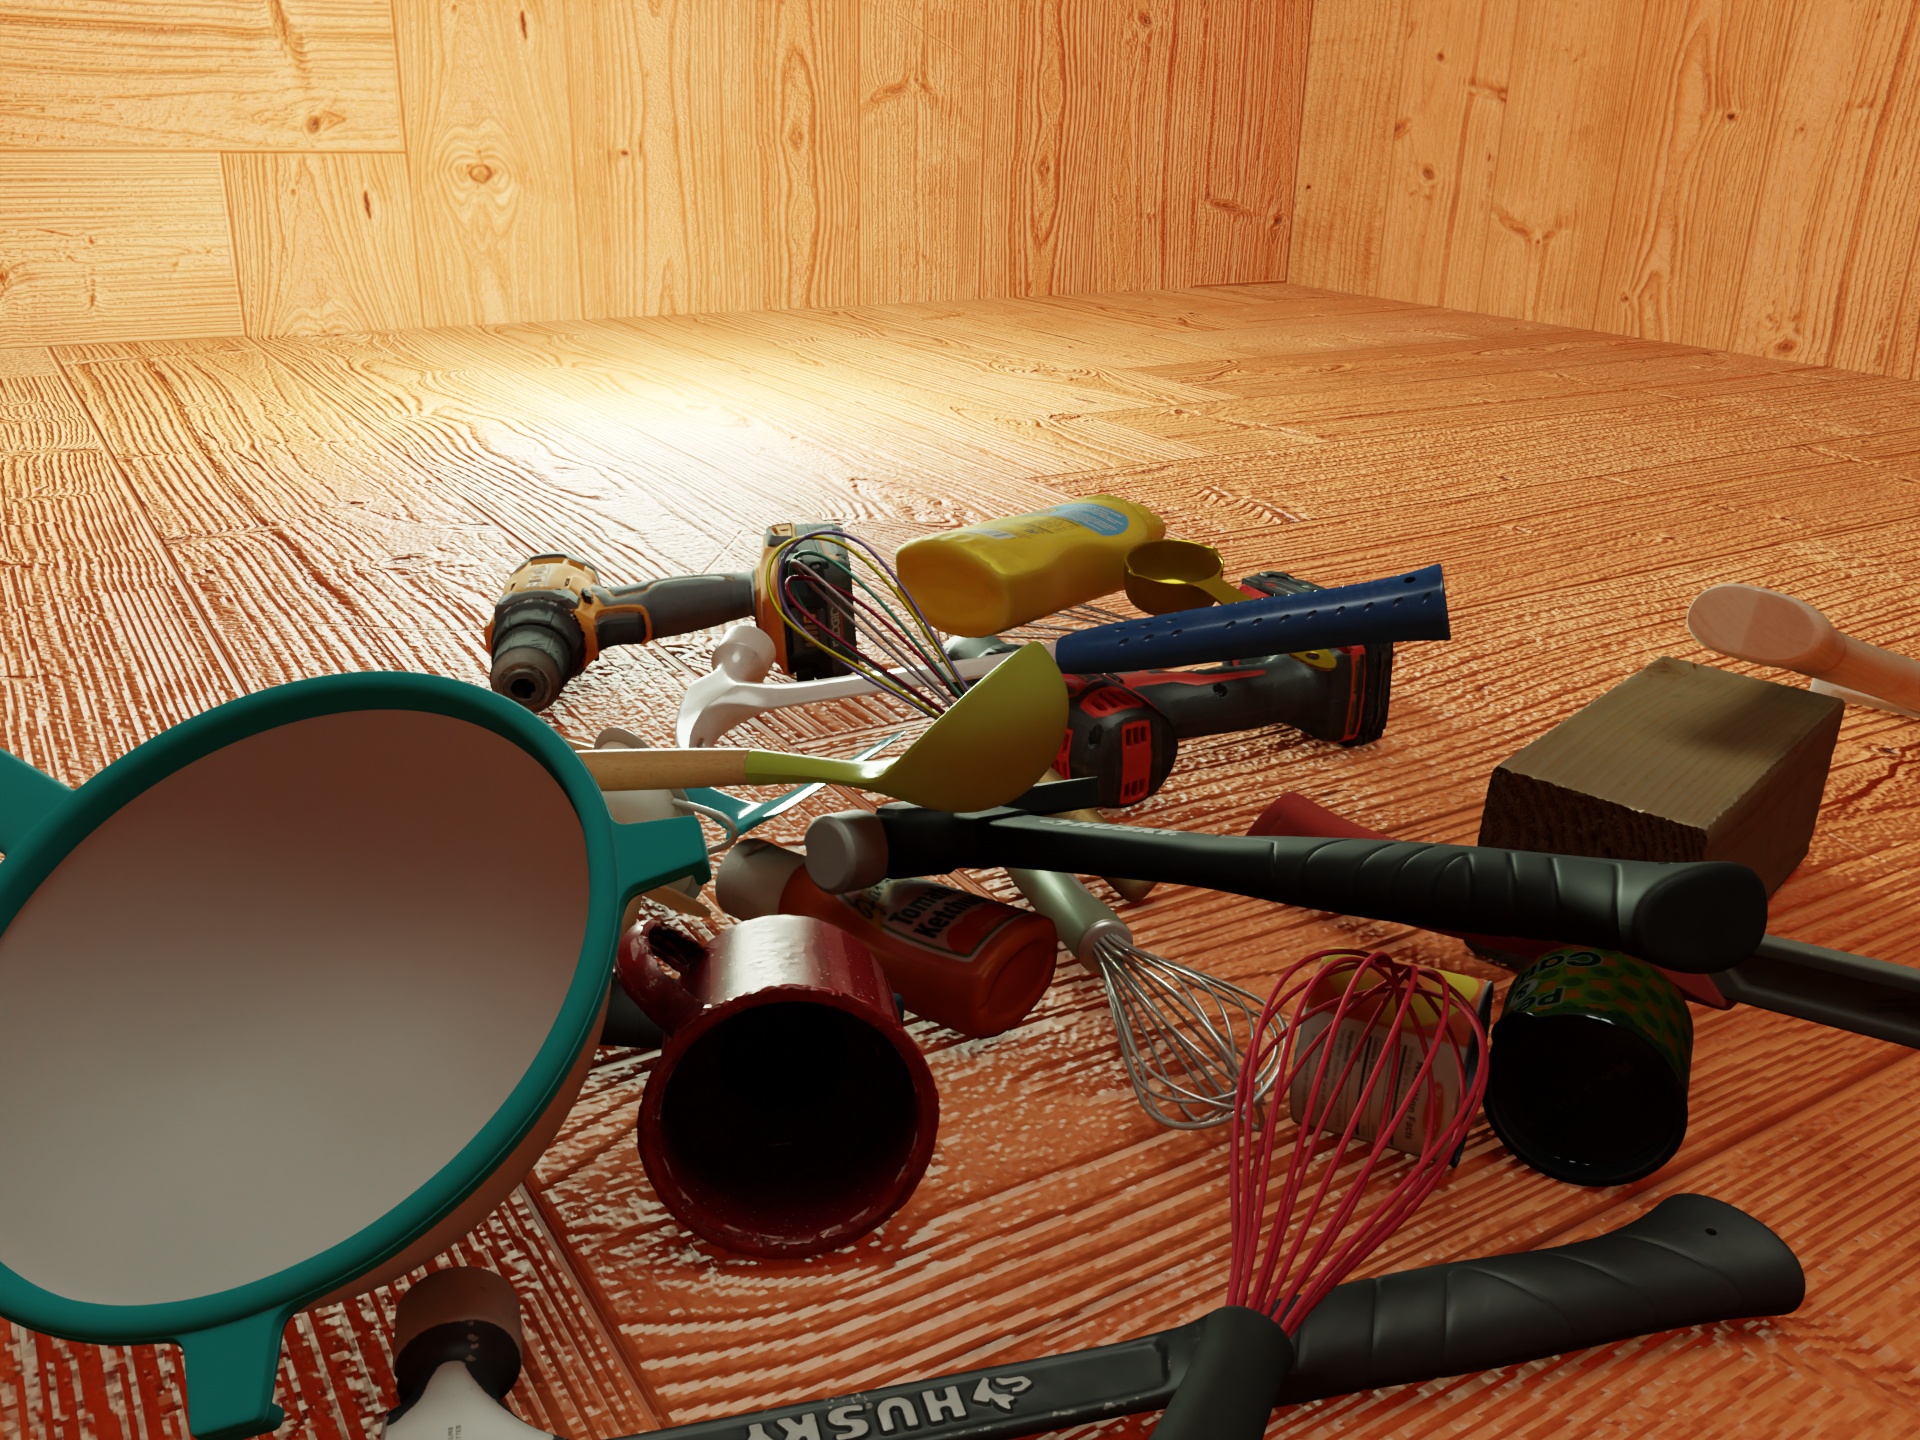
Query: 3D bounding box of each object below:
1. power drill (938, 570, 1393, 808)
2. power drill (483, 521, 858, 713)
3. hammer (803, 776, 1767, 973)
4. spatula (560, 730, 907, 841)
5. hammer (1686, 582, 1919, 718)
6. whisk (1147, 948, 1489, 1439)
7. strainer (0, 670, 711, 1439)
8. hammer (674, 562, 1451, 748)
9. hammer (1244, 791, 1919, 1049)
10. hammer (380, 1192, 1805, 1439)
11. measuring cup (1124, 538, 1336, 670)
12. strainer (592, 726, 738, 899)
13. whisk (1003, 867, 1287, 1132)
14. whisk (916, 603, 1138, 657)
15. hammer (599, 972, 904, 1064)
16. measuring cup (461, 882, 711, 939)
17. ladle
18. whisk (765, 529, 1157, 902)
[{"bbox_3d":[0.113,-0.025,0.919,0.226,0.080,0.188,-14,26,-27],"label":"power drill"},{"bbox_3d":[-0.179,-0.060,0.985,0.226,0.084,0.185,-5,23,-5],"label":"power drill"},{"bbox_3d":[0.104,0.051,0.564,0.146,0.035,0.335,-6,5,-44],"label":"hammer"},{"bbox_3d":[-0.154,0.019,0.782,0.318,0.044,0.082,11,34,44],"label":"spatula"},{"bbox_3d":[0.462,-0.029,0.830,0.410,0.038,0.146,7,11,-45],"label":"hammer"},{"bbox_3d":[0.081,0.148,0.415,0.073,0.073,0.296,12,30,24],"label":"whisk"},{"bbox_3d":[-0.245,0.072,0.511,0.340,0.095,0.211,21,59,27],"label":"strainer"},{"bbox_3d":[0.040,-0.028,0.818,0.405,0.035,0.144,-8,31,17],"label":"hammer"},{"bbox_3d":[0.251,0.092,0.618,0.036,0.149,0.359,-14,15,-35],"label":"hammer"},{"bbox_3d":[0.055,0.183,0.439,0.409,0.036,0.149,-4,23,-15],"label":"hammer"},{"bbox_3d":[0.148,-0.056,0.877,0.062,0.029,0.157,-19,40,-27],"label":"measuring cup"},{"bbox_3d":[-0.186,0.038,0.758,0.050,0.086,0.259,-23,20,-30],"label":"strainer"},{"bbox_3d":[0.063,0.095,0.648,0.059,0.057,0.246,-38,24,-3],"label":"whisk"},{"bbox_3d":[0.113,-0.051,1.017,0.284,0.070,0.070,4,21,-6],"label":"whisk"},{"bbox_3d":[-0.186,0.104,0.595,0.331,0.033,0.128,5,4,-1],"label":"hammer"},{"bbox_3d":[-0.142,0.076,0.629,0.083,0.038,0.167,5,-15,20],"label":"measuring cup"},{"bbox_3d":[-0.108,0.008,0.642,0.320,0.062,0.078,-2,12,23],"label":"ladle"},{"bbox_3d":[-0.003,-0.001,0.756,0.245,0.051,0.047,44,40,12],"label":"whisk"}]
